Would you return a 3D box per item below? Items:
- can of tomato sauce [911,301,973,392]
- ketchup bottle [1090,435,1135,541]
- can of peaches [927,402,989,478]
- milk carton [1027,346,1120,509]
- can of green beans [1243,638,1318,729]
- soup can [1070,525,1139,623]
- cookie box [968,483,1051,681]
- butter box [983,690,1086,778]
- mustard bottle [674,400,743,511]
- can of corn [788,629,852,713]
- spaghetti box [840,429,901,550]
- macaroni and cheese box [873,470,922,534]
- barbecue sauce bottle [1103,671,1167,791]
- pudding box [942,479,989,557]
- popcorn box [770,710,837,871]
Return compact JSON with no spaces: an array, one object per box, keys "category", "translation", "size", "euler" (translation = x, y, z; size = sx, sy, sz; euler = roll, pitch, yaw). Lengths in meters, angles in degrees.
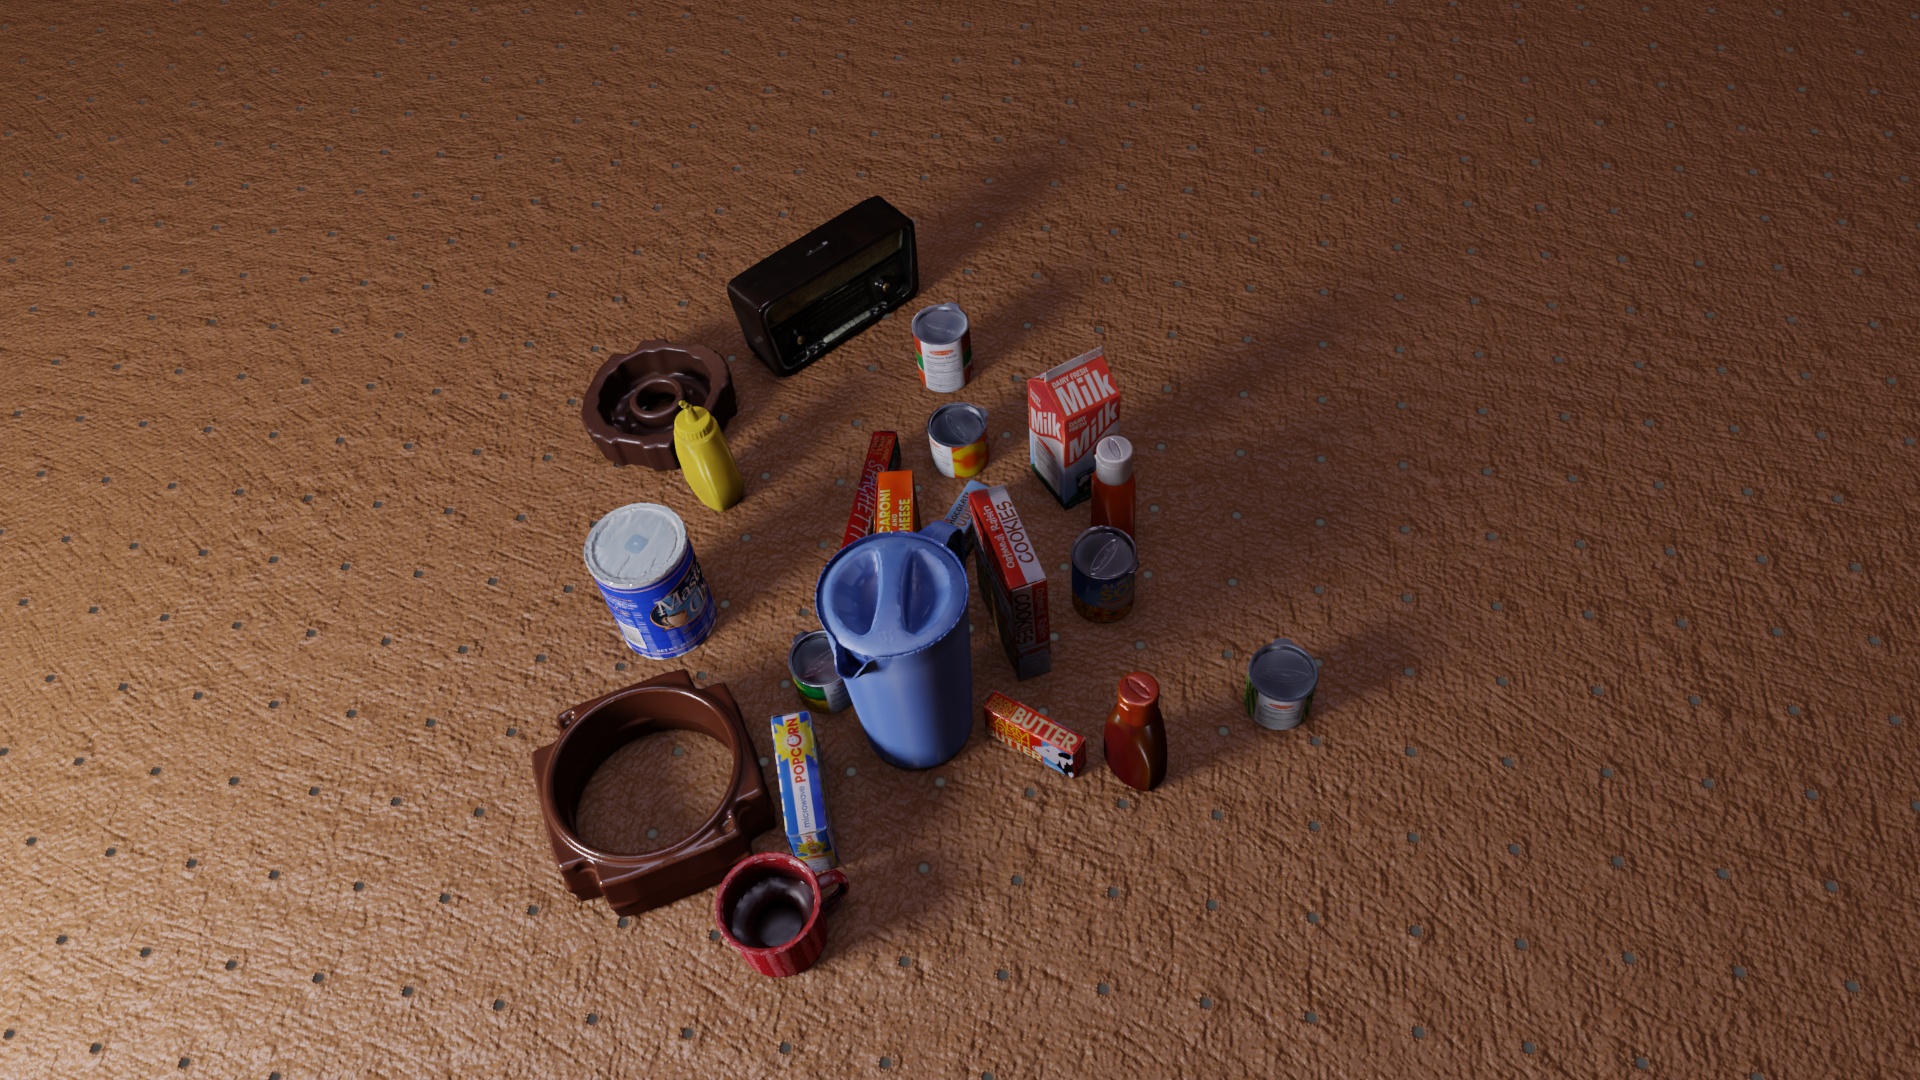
[{"category":"can of tomato sauce","translation":[-0.020,-0.226,1.632],"size":[0.071,0.082,0.071],"euler":[-3,53,4]},{"category":"ketchup bottle","translation":[0.158,-0.048,1.442],"size":[0.043,0.148,0.065],"euler":[-15,54,-6]},{"category":"can of peaches","translation":[0.000,-0.113,1.561],"size":[0.071,0.057,0.071],"euler":[-2,53,3]},{"category":"milk carton","translation":[0.121,-0.127,1.478],"size":[0.072,0.189,0.074],"euler":[-27,56,-14]},{"category":"can of green beans","translation":[0.309,0.141,1.344],"size":[0.071,0.057,0.071],"euler":[-2,53,3]},{"category":"soup can","translation":[0.148,0.037,1.420],"size":[0.071,0.083,0.072],"euler":[-3,53,4]},{"category":"cookie box","translation":[0.049,0.043,1.372],"size":[0.040,0.166,0.123],"euler":[-18,54,-8]},{"category":"butter box","translation":[0.071,0.187,1.335],"size":[0.103,0.052,0.024],"euler":[26,60,22]},{"category":"mustard bottle","translation":[-0.279,-0.099,1.513],"size":[0.065,0.159,0.049],"euler":[35,64,27]},{"category":"can of corn","translation":[-0.137,0.130,1.392],"size":[0.071,0.058,0.071],"euler":[-2,53,3]},{"category":"spaghetti box","translation":[-0.103,-0.011,1.500],"size":[0.029,0.050,0.251],"euler":[5,54,9]},{"category":"macaroni and cheese box","translation":[-0.058,0.029,1.394],"size":[0.040,0.165,0.124],"euler":[-4,53,3]},{"category":"barbecue sauce bottle","translation":[0.162,0.173,1.277],"size":[0.044,0.147,0.065],"euler":[-38,59,-21]},{"category":"pudding box","translation":[0.005,-0.019,1.496],"size":[0.030,0.049,0.084],"euler":[22,58,20]},{"category":"popcorn box","translation":[-0.146,0.235,1.298],"size":[0.038,0.084,0.127],"euler":[-12,53,-3]}]
